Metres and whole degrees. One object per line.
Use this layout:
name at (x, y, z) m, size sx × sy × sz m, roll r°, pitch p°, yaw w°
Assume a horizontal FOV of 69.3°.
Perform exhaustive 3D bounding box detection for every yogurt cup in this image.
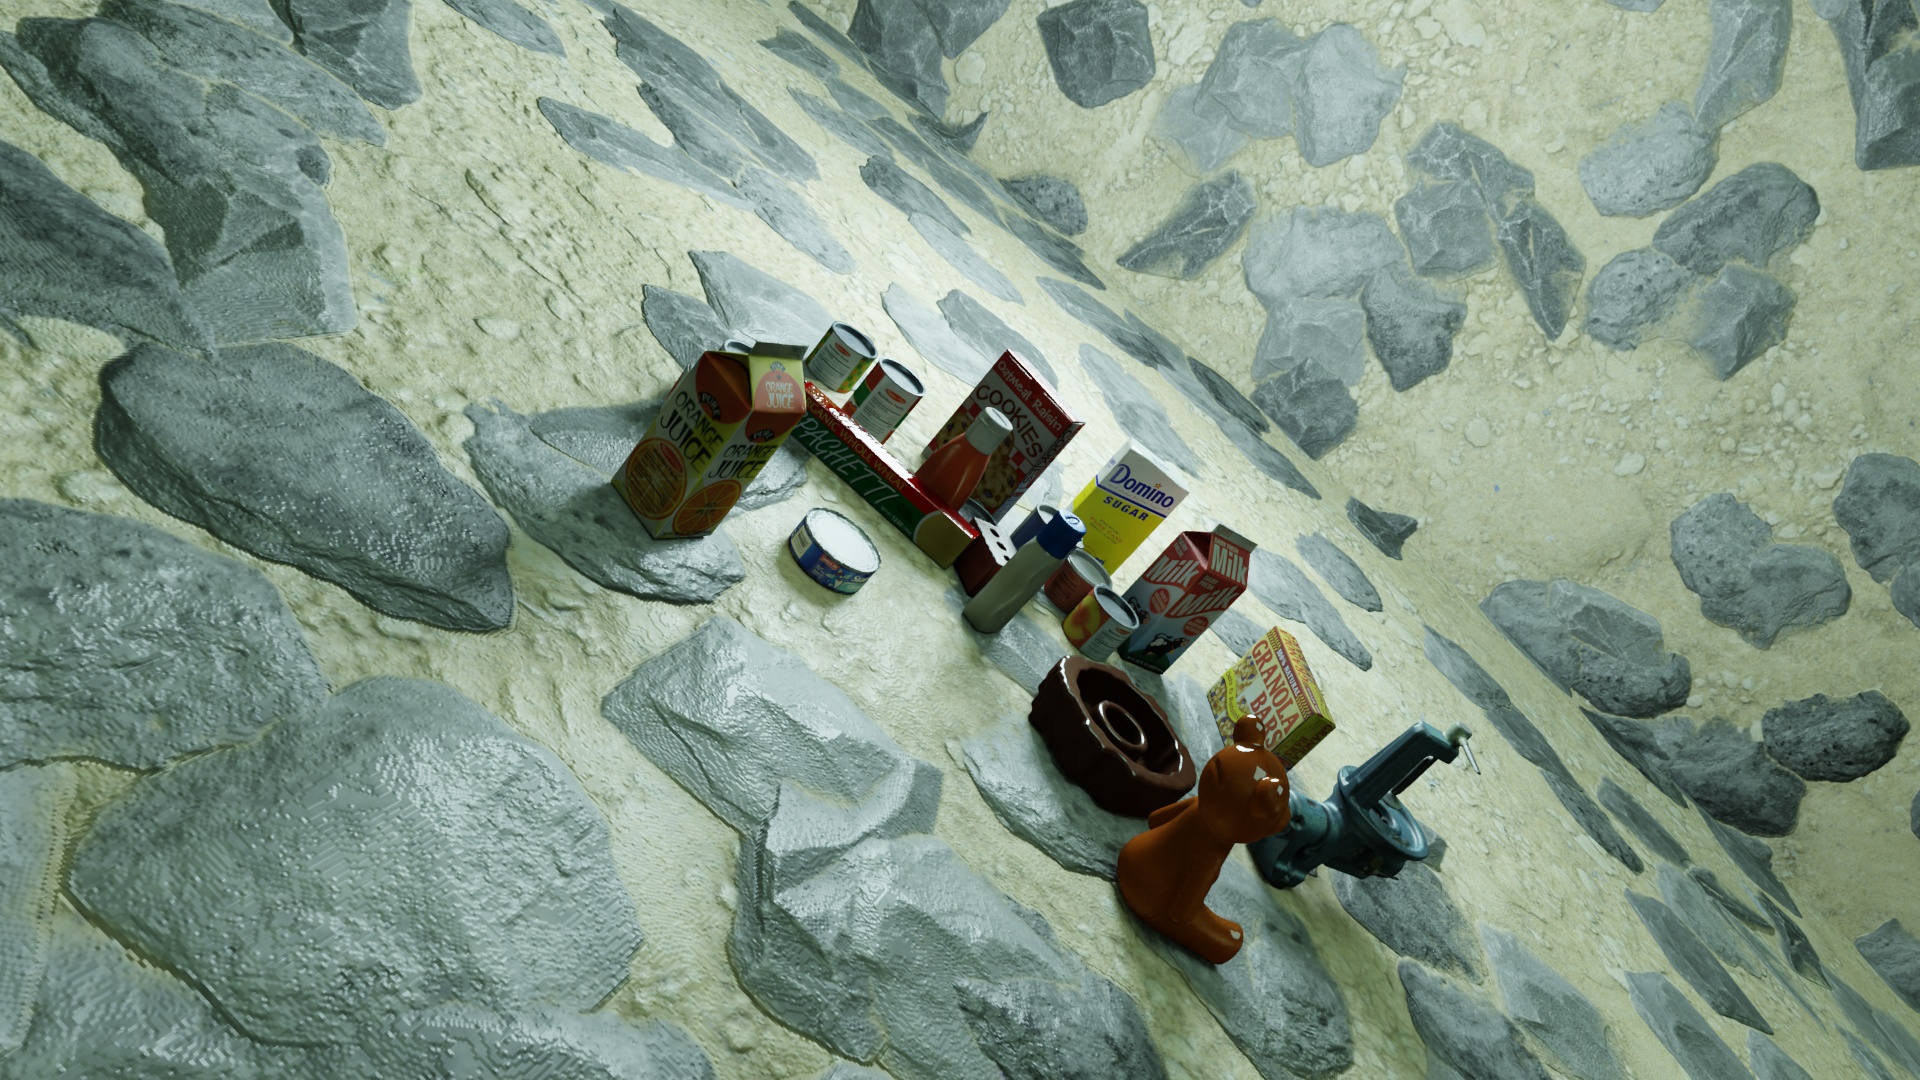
yogurt cup at (0.134, 0.050, 1.600) m, size 0.072 × 0.053 × 0.073 m, roll 34°, pitch 24°, yaw -17°

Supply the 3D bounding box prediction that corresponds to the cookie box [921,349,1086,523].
cookie box at (0.049, -0.121, 1.629) m, size 0.123 × 0.167 × 0.040 m, roll 49°, pitch 24°, yaw 19°

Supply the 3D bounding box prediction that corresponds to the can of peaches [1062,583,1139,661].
can of peaches at (0.156, 0.092, 1.555) m, size 0.071 × 0.058 × 0.071 m, roll 34°, pitch 24°, yaw -17°

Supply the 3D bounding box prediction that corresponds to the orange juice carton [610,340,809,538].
orange juice carton at (-0.200, -0.093, 1.156) m, size 0.073 × 0.192 × 0.072 m, roll 49°, pitch 24°, yaw 19°

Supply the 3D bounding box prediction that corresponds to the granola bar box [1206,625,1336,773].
granola bar box at (0.353, 0.192, 1.596) m, size 0.039 × 0.123 × 0.166 m, roll 32°, pitch 24°, yaw -22°

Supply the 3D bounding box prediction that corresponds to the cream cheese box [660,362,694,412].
cream cheese box at (-0.232, -0.123, 1.341) m, size 0.104 × 0.053 × 0.024 m, roll 29°, pitch 25°, yaw -26°

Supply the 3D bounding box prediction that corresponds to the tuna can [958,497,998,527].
tuna can at (0.006, -0.019, 1.552) m, size 0.071 × 0.032 × 0.071 m, roll 34°, pitch 24°, yaw -17°

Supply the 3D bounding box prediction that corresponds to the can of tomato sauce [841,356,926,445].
can of tomato sauce at (-0.090, -0.159, 1.590) m, size 0.071 × 0.082 × 0.071 m, roll 34°, pitch 24°, yaw -17°

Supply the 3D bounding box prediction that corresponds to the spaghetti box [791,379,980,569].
spaghetti box at (-0.090, -0.070, 1.472) m, size 0.250 × 0.050 × 0.029 m, roll 42°, pitch 22°, yaw 2°

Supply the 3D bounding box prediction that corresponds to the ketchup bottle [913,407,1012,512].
ketchup bottle at (-0.004, -0.078, 1.493) m, size 0.043 × 0.148 × 0.065 m, roll 7°, pitch 40°, yaw -54°

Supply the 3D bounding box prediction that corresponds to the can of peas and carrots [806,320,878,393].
can of peas and carrots at (-0.140, -0.218, 1.649) m, size 0.071 × 0.058 × 0.071 m, roll 34°, pitch 24°, yaw -17°

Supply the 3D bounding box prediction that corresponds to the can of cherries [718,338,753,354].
can of cherries at (-0.229, -0.162, 1.409) m, size 0.071 × 0.058 × 0.072 m, roll 34°, pitch 24°, yaw -17°

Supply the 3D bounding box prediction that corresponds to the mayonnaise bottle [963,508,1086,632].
mayonnaise bottle at (0.067, 0.031, 1.409) m, size 0.041 × 0.147 × 0.065 m, roll 49°, pitch 23°, yaw 18°

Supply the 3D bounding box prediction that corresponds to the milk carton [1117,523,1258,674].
milk carton at (0.257, 0.059, 1.601) m, size 0.072 × 0.190 × 0.074 m, roll 25°, pitch 28°, yaw -35°

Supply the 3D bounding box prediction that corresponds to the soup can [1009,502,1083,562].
soup can at (0.087, 0.011, 1.559) m, size 0.071 × 0.083 × 0.072 m, roll 34°, pitch 24°, yaw -17°
